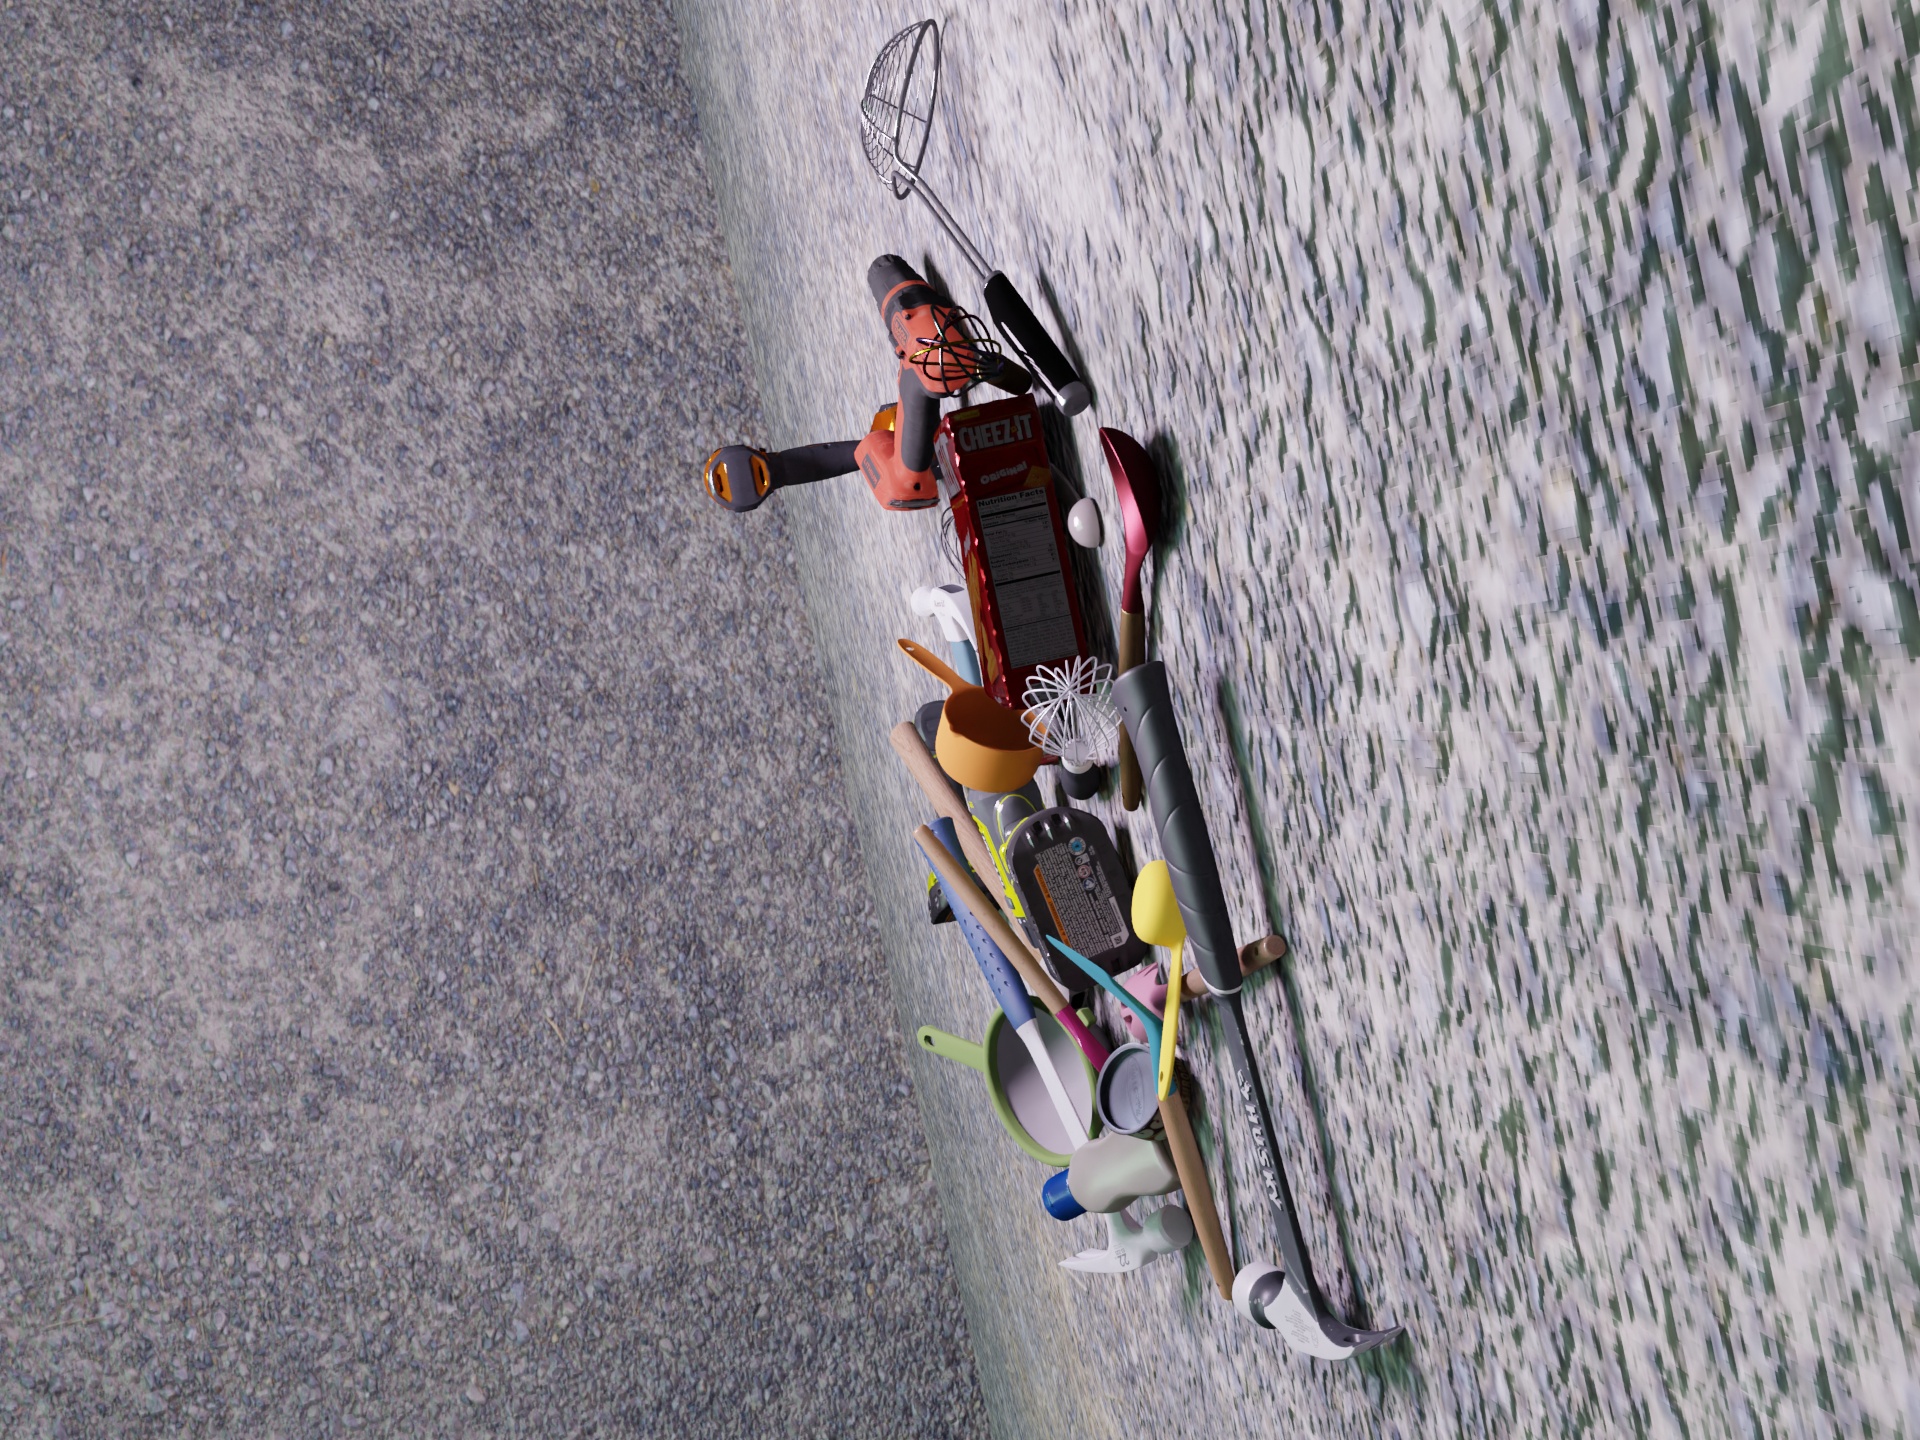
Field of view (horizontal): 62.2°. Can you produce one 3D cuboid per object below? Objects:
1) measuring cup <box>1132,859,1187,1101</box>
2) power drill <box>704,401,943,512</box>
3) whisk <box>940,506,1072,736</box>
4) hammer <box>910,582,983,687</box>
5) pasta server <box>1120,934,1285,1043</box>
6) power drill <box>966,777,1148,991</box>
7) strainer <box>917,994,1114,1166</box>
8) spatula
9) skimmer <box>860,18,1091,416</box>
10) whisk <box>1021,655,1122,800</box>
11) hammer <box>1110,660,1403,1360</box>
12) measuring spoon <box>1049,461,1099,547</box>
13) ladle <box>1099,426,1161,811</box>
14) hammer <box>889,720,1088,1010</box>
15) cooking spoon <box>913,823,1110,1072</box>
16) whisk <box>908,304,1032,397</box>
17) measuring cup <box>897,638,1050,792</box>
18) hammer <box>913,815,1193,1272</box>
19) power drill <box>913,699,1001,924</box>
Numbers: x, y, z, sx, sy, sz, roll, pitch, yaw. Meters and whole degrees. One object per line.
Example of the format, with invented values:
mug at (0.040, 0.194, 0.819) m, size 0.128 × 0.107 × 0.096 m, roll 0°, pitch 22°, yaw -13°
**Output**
measuring cup at (0.125, 0.164, 1.018) m, size 0.062 × 0.029 × 0.157 m, roll 119°, pitch 161°, yaw -64°
power drill at (-0.139, -0.253, 1.554) m, size 0.164 × 0.226 × 0.084 m, roll -142°, pitch 40°, yaw -75°
whisk at (0.039, -0.085, 1.302) m, size 0.055 × 0.055 × 0.239 m, roll 93°, pitch 157°, yaw -58°
hammer at (0.029, 0.033, 1.490) m, size 0.128 × 0.033 × 0.331 m, roll 8°, pitch 115°, yaw 64°
pasta server at (0.156, 0.171, 1.036) m, size 0.316 × 0.040 × 0.060 m, roll 119°, pitch 137°, yaw -70°
power drill at (0.077, 0.140, 1.277) m, size 0.228 × 0.080 × 0.190 m, roll -165°, pitch 52°, yaw -82°
strainer at (0.059, 0.305, 1.434) m, size 0.256 × 0.069 × 0.151 m, roll 5°, pitch 102°, yaw 53°
spatula at (0.139, 0.281, 1.098) m, size 0.082 × 0.044 × 0.317 m, roll 22°, pitch 135°, yaw 61°
skimmer at (0.022, -0.350, 1.111) m, size 0.364 × 0.090 × 0.127 m, roll 60°, pitch 160°, yaw 29°
whisk at (0.079, 0.018, 1.100) m, size 0.284 × 0.070 × 0.070 m, roll 70°, pitch -175°, yaw -74°
hammer at (0.154, 0.166, 0.905) m, size 0.149 × 0.036 × 0.409 m, roll 169°, pitch 86°, yaw -73°
measuring spoon at (0.071, -0.154, 1.111) m, size 0.124 × 0.018 × 0.034 m, roll -117°, pitch 17°, yaw -57°
ladle at (0.109, -0.051, 1.008) m, size 0.069 × 0.031 × 0.315 m, roll -109°, pitch 9°, yaw -45°
hammer at (0.023, 0.130, 1.493) m, size 0.332 × 0.031 × 0.130 m, roll 56°, pitch 152°, yaw 27°
cooking spoon at (0.065, 0.210, 1.269) m, size 0.319 × 0.017 × 0.068 m, roll 51°, pitch 179°, yaw 7°
whisk at (0.013, -0.233, 1.038) m, size 0.051 × 0.047 × 0.245 m, roll 51°, pitch -166°, yaw 3°
measuring cup at (-0.002, -0.004, 1.296) m, size 0.174 × 0.095 × 0.052 m, roll 41°, pitch 131°, yaw 36°
hammer at (0.056, 0.269, 1.343) m, size 0.144 × 0.035 × 0.406 m, roll -48°, pitch 61°, yaw 45°
power drill at (-0.013, 0.106, 1.765) m, size 0.171 × 0.080 × 0.223 m, roll 112°, pitch 148°, yaw -72°
